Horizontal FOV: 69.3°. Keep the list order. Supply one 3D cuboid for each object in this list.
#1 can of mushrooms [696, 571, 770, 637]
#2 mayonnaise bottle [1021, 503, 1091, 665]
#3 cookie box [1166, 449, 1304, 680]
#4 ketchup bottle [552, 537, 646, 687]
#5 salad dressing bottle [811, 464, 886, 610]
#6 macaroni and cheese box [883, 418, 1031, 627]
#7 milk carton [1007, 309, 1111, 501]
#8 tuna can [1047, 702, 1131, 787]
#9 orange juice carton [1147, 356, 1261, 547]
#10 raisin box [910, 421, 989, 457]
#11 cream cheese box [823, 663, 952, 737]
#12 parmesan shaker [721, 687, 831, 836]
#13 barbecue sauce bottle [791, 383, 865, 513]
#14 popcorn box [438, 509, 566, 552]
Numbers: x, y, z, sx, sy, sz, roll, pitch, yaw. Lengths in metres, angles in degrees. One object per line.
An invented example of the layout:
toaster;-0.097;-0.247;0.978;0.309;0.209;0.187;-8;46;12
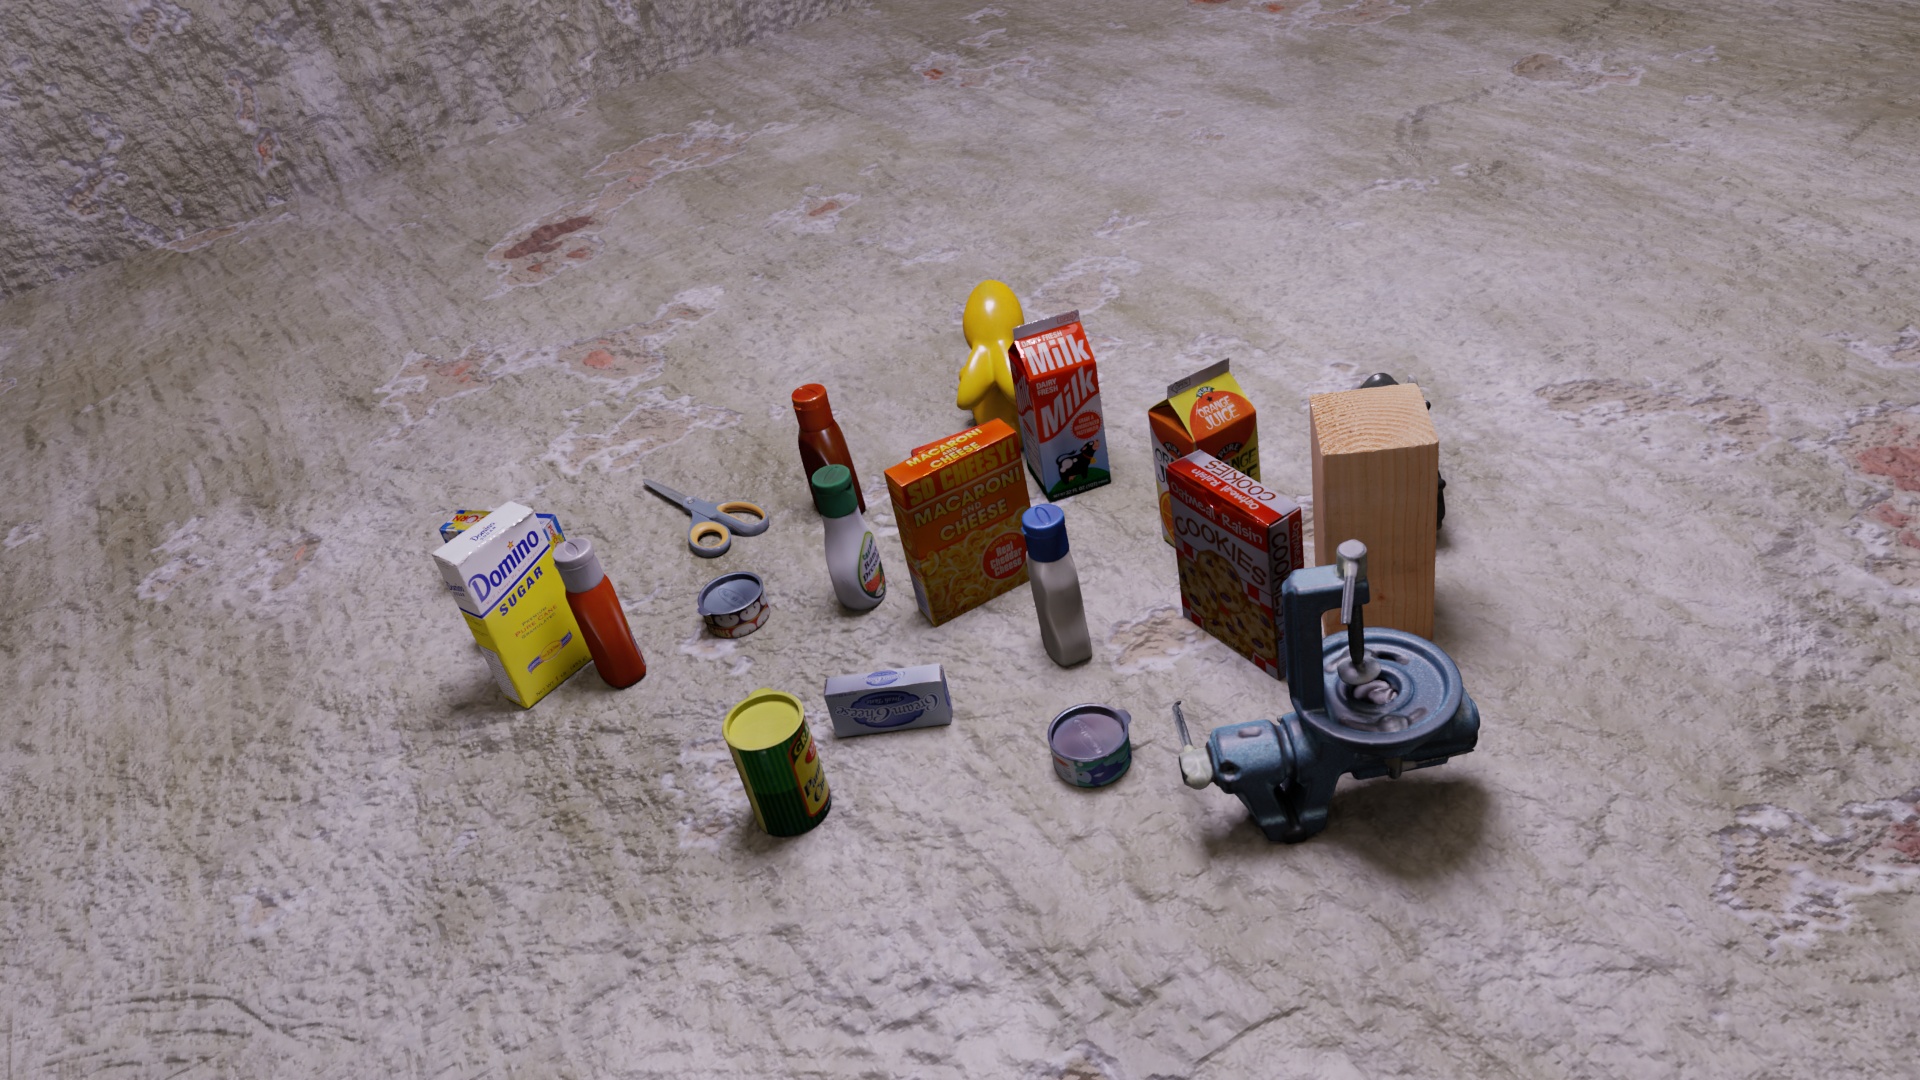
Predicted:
can of mushrooms;-0.224;0.064;1.365;0.071;0.033;0.071;-8;36;6
mayonnaise bottle;0.083;0.037;1.213;0.041;0.147;0.065;-18;36;-7
cookie box;0.234;0.020;1.174;0.040;0.166;0.123;-29;39;-21
ketchup bottle;-0.340;0.066;1.300;0.044;0.148;0.065;-29;39;-21
salad dressing bottle;-0.108;-0.003;1.324;0.044;0.147;0.064;3;39;20
macaroni and cheese box;0.005;-0.016;1.293;0.124;0.165;0.040;-26;38;-18
milk carton;0.099;-0.143;1.414;0.072;0.189;0.074;-18;36;-7
tuna can;0.108;0.165;1.130;0.071;0.032;0.071;-8;36;6
orange juice carton;0.227;-0.075;1.283;0.072;0.191;0.073;-26;38;-18
raisin box;0.007;-0.045;1.368;0.086;0.122;0.040;-20;36;-10
cream cheese box;-0.062;0.139;1.200;0.104;0.053;0.024;-8;36;6
parmesan shaker;-0.147;0.180;1.128;0.071;0.102;0.072;-8;36;6
barbecue sauce bottle;-0.142;-0.093;1.455;0.044;0.147;0.065;-37;42;-29
popcorn box;-0.473;0.013;1.465;0.127;0.084;0.038;3;39;20
